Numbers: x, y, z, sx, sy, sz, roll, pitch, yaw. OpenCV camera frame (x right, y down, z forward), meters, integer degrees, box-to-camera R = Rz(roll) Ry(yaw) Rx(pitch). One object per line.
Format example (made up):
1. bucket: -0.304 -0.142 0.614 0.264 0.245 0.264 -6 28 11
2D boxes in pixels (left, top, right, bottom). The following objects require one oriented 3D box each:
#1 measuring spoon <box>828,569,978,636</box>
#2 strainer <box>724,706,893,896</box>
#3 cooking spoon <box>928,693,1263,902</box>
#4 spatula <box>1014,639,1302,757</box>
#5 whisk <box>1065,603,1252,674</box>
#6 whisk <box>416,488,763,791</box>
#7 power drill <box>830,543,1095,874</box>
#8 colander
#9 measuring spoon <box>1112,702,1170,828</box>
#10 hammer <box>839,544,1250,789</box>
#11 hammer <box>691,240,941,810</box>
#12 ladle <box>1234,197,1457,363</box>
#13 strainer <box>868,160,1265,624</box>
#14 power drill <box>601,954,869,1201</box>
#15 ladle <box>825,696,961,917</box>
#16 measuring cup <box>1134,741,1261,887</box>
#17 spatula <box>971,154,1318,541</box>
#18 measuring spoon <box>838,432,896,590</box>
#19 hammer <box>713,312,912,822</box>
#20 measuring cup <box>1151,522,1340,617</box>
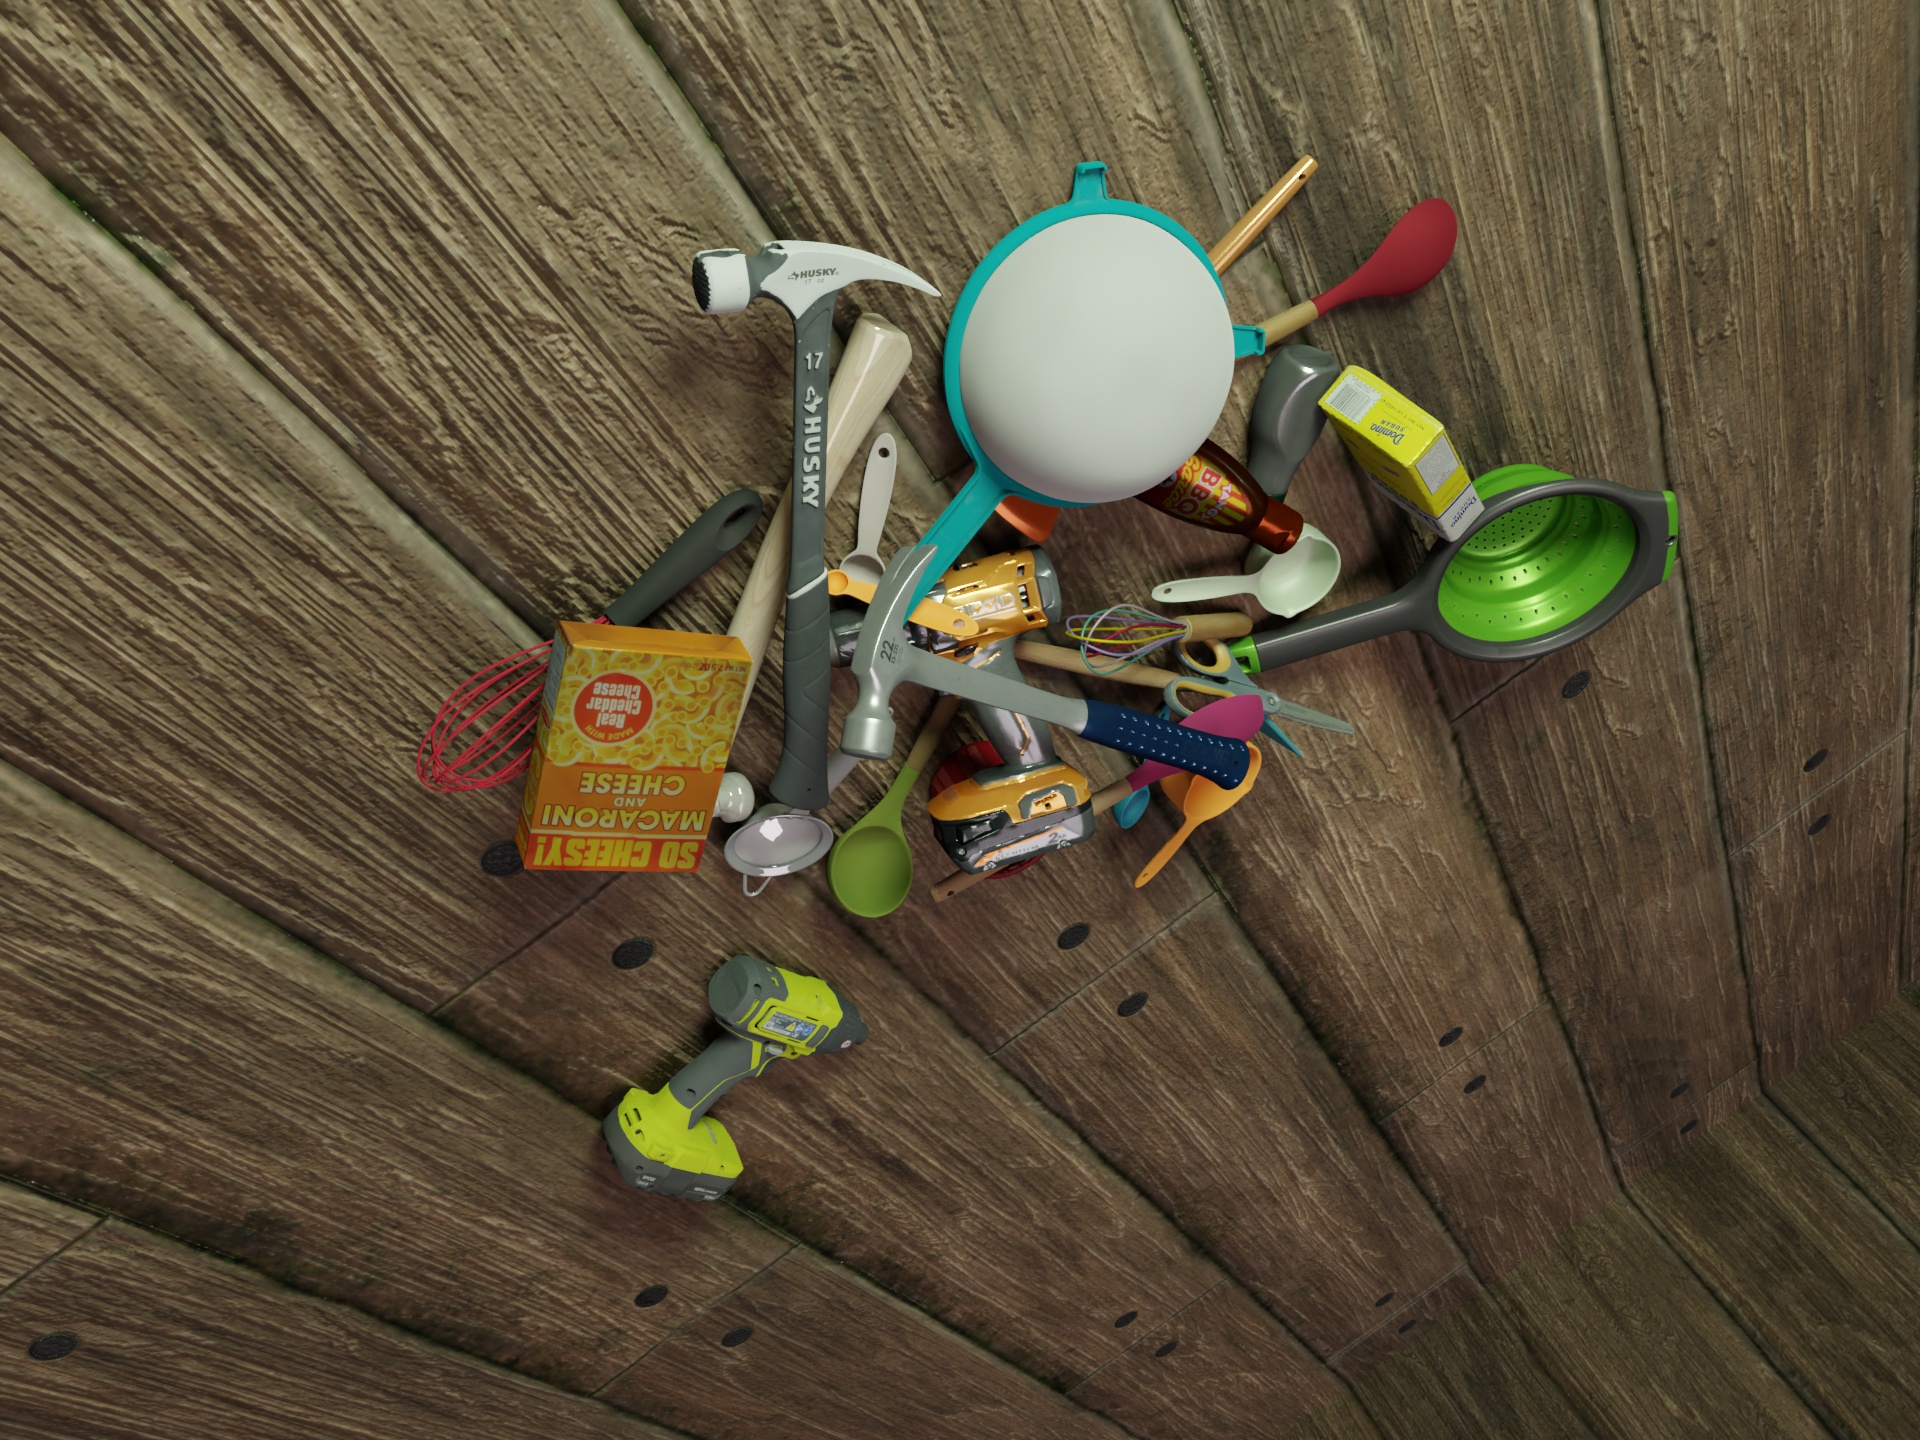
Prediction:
1. measuring spoon: -0.043 -0.081 1.133 0.117 0.021 0.011 19 161 2
2. strainer: -0.112 0.056 1.207 0.086 0.050 0.258 8 145 -30
3. cooking spoon: 0.115 0.065 1.294 0.319 0.017 0.068 -28 135 -10
4. spatula: 0.161 -0.025 1.340 0.317 0.082 0.044 11 108 -31
5. whisk: 0.167 -0.069 1.268 0.047 0.051 0.245 -21 171 40
6. whisk: -0.246 -0.053 1.065 0.296 0.073 0.073 -42 137 -2
7. power drill: -0.002 -0.004 1.190 0.185 0.084 0.226 -15 106 -9
8. colander: 0.406 -0.130 1.383 0.397 0.095 0.204 -16 137 7
9. measuring spoon: 0.161 0.037 1.423 0.042 0.021 0.128 -17 129 -49
10. hammer: 0.080 -0.010 1.146 0.405 0.035 0.144 16 81 -44
11. hammer: -0.096 -0.109 1.037 0.149 0.036 0.408 -13 128 -24
12. ladle: 0.236 -0.292 1.168 0.315 0.031 0.069 -28 136 -4
13. strainer: 0.061 -0.182 1.061 0.210 0.095 0.340 36 98 -31
14. power drill: -0.196 0.318 1.409 0.223 0.080 0.171 -49 135 11
15. ladle: -0.022 0.022 1.268 0.078 0.062 0.320 13 117 -32
16. measuring cup: 0.197 0.073 1.442 0.095 0.052 0.173 11 122 -48
17. spatula: 0.135 -0.267 1.115 0.322 0.041 0.081 -46 123 10
18. measuring spoon: -0.061 -0.146 1.124 0.034 0.018 0.124 12 119 -1
19. hammer: -0.140 -0.086 1.087 0.146 0.038 0.410 -8 132 -50
20. measuring cup: 0.230 -0.123 1.310 0.167 0.038 0.083 -8 131 -14
